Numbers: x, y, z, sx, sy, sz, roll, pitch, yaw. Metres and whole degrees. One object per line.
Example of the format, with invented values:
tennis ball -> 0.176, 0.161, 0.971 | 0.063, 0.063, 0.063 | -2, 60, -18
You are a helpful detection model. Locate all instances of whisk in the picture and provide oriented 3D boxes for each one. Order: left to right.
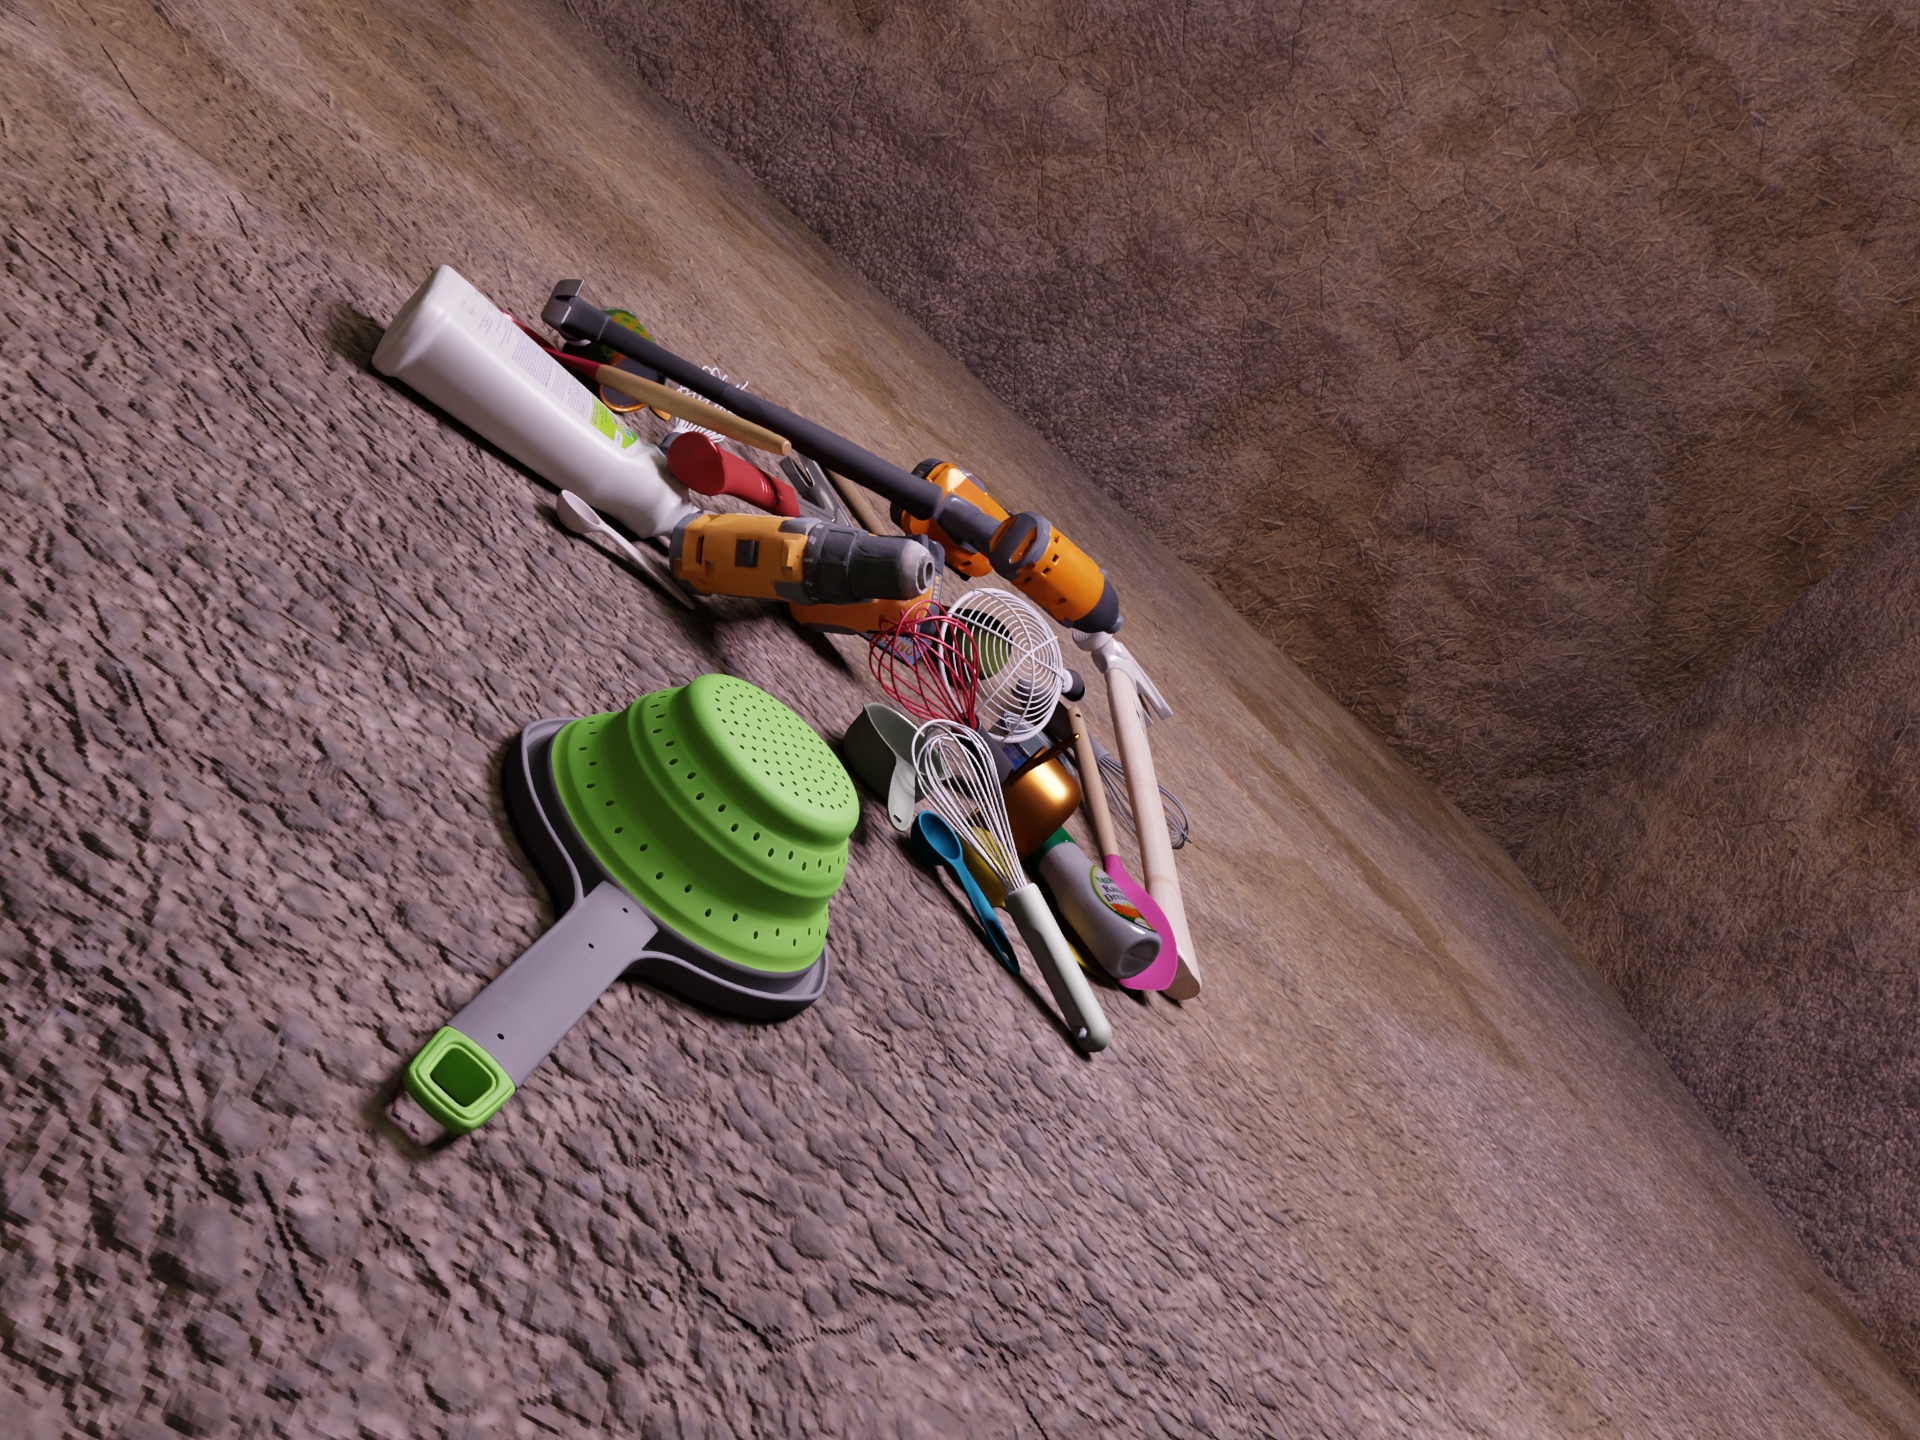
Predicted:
whisk -> -0.231, -0.242, 1.342 | 0.070, 0.070, 0.285 | 40, 22, -14
whisk -> -0.002, -0.004, 1.168 | 0.073, 0.073, 0.295 | 54, -2, 30
whisk -> 0.035, 0.108, 1.056 | 0.059, 0.057, 0.246 | -19, 76, -36
whisk -> 0.136, 0.039, 1.538 | 0.239, 0.055, 0.055 | 46, 15, 22

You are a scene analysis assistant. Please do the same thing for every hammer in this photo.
hammer -> -0.165, -0.242, 1.220 | 0.334, 0.035, 0.146 | 27, 1, -7
hammer -> -0.155, -0.189, 1.290 | 0.149, 0.036, 0.359 | 58, 10, 9
hammer -> 0.167, 0.079, 1.389 | 0.146, 0.038, 0.411 | 49, 23, -35

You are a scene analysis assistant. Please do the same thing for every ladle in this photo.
ladle -> -0.245, -0.249, 1.176 | 0.316, 0.031, 0.069 | 26, 6, 28
ladle -> -0.063, -0.168, 1.469 | 0.062, 0.078, 0.320 | -25, 75, -41

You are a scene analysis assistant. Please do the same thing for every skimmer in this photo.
skimmer -> 0.055, -0.036, 1.404 | 0.363, 0.090, 0.127 | 23, 56, -80

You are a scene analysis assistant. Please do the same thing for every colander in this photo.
colander -> -0.131, 0.064, 0.731 | 0.204, 0.094, 0.397 | 43, 16, -3

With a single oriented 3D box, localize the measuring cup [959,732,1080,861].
measuring cup -> 0.062, 0.054, 1.135 | 0.052, 0.095, 0.173 | 47, -27, -1

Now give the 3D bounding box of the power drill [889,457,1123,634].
power drill -> 0.049, -0.152, 1.471 | 0.164, 0.084, 0.227 | 35, 1, -41

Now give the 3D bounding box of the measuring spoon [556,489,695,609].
measuring spoon -> -0.230, -0.111, 1.085 | 0.124, 0.018, 0.034 | 42, 10, -31

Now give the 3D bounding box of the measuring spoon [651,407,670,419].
measuring spoon -> -0.293, -0.311, 1.427 | 0.117, 0.011, 0.021 | 51, 17, 22

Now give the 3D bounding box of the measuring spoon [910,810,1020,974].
measuring spoon -> 0.001, 0.119, 1.069 | 0.129, 0.021, 0.042 | 59, 23, 18

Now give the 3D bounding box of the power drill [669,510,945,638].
power drill -> -0.080, -0.107, 1.163 | 0.185, 0.084, 0.226 | 6, 1, 20

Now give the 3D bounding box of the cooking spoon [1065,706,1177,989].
cooking spoon -> 0.118, 0.096, 1.294 | 0.068, 0.017, 0.319 | 6, 40, -13

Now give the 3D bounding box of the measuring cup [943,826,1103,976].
measuring cup -> 0.053, 0.130, 1.131 | 0.156, 0.029, 0.062 | 39, 17, -18

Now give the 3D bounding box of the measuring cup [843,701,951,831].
measuring cup -> -0.049, 0.045, 1.087 | 0.083, 0.038, 0.168 | 40, 18, -15
